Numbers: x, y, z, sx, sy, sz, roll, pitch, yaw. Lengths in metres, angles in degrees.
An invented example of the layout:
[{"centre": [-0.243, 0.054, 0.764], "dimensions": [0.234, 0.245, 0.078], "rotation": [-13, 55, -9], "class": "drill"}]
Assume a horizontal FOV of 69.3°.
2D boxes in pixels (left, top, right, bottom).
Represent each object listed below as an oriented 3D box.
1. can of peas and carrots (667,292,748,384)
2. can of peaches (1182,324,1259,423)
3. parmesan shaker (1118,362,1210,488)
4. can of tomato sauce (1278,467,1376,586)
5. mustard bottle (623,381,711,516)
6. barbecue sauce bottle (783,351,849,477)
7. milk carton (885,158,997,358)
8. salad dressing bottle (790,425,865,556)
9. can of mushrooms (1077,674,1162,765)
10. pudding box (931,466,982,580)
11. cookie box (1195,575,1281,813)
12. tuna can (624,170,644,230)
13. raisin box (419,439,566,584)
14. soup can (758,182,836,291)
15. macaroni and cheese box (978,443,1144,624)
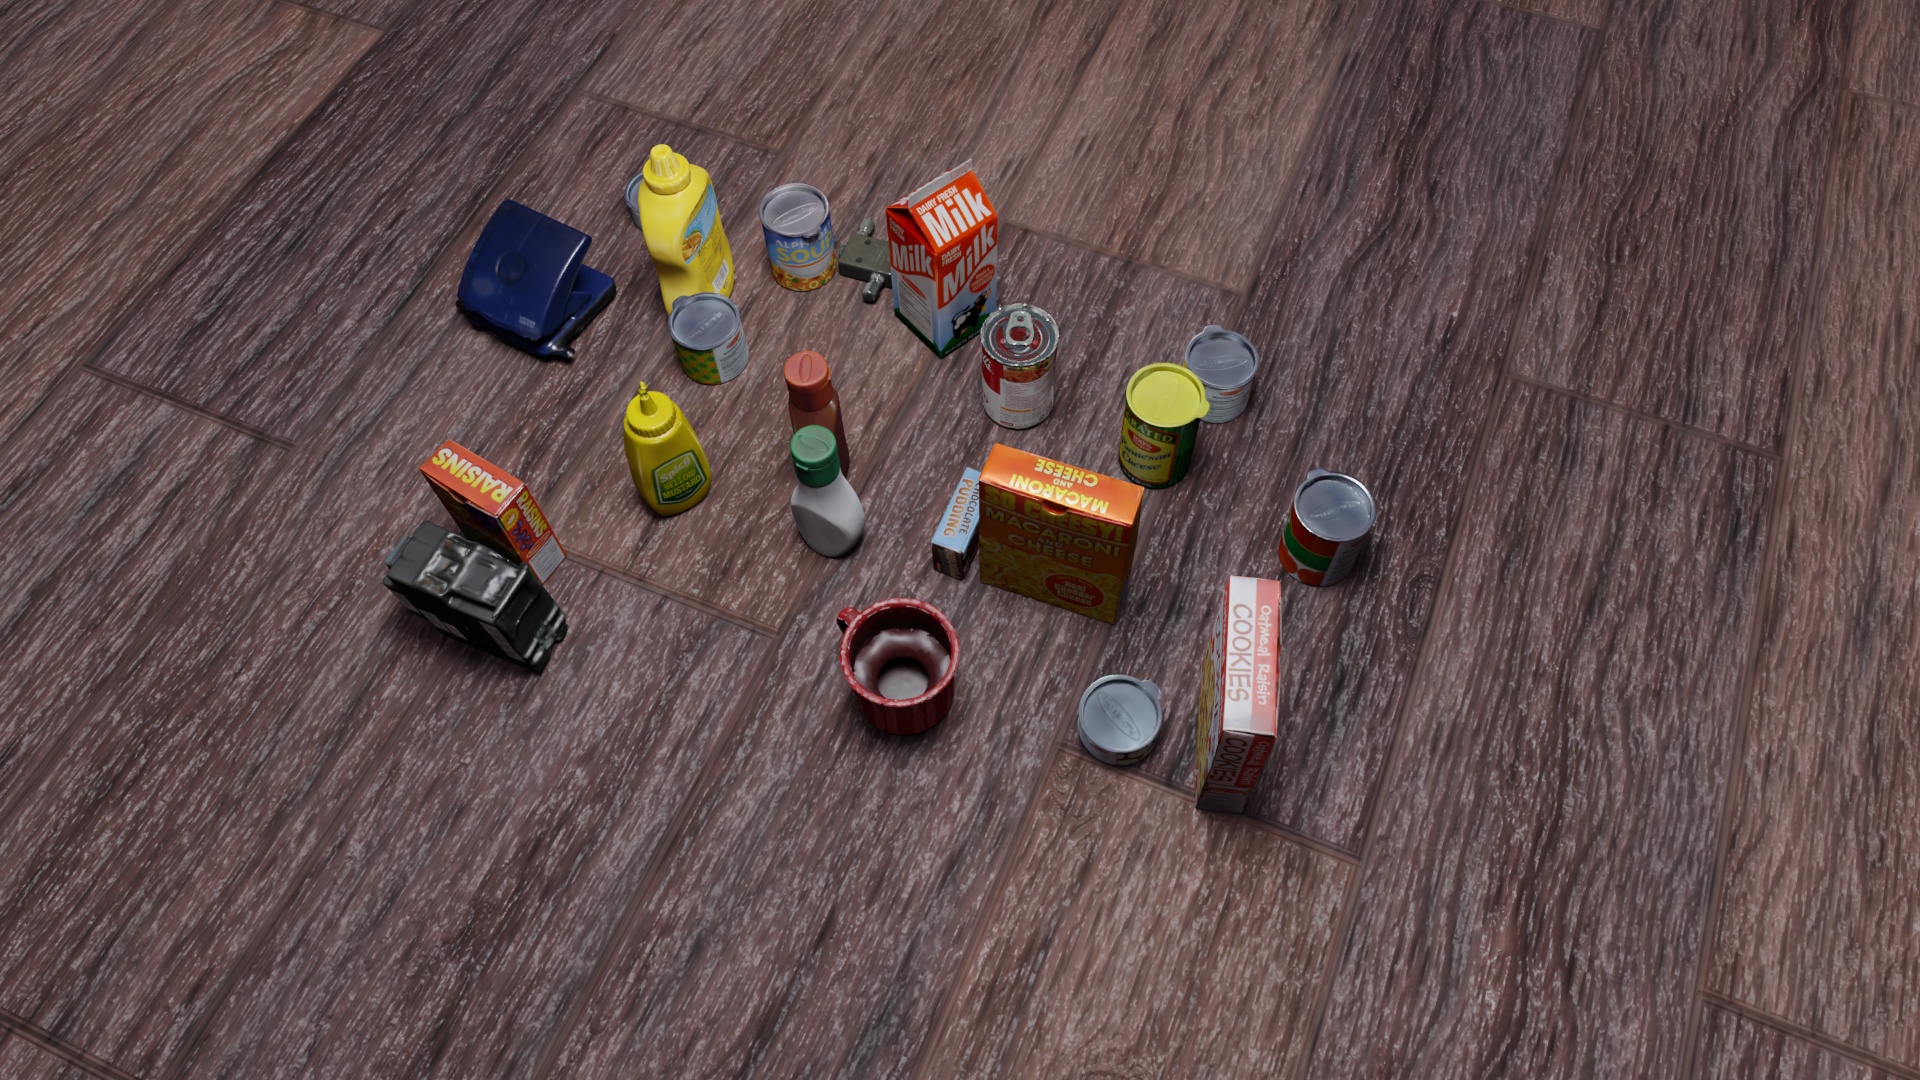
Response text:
[{"centre": [-0.236, -0.189, 1.294], "dimensions": [0.071, 0.058, 0.071], "rotation": [-1, 60, 1], "class": "can of peas and carrots"}, {"centre": [0.233, -0.150, 1.262], "dimensions": [0.071, 0.057, 0.071], "rotation": [-1, 60, 1], "class": "can of peaches"}, {"centre": [0.176, -0.096, 1.206], "dimensions": [0.071, 0.102, 0.071], "rotation": [-1, 60, 1], "class": "parmesan shaker"}, {"centre": [0.304, -0.010, 1.165], "dimensions": [0.071, 0.082, 0.071], "rotation": [-1, 60, 1], "class": "can of tomato sauce"}, {"centre": [-0.254, -0.081, 1.175], "dimensions": [0.065, 0.159, 0.049], "rotation": [-31, 64, -15], "class": "mustard bottle"}, {"centre": [-0.123, -0.104, 1.192], "dimensions": [0.044, 0.147, 0.065], "rotation": [0, 60, 2], "class": "barbecue sauce bottle"}, {"centre": [-0.016, -0.260, 1.254], "dimensions": [0.072, 0.189, 0.073], "rotation": [-36, 66, -17], "class": "milk carton"}, {"centre": [-0.114, -0.040, 1.155], "dimensions": [0.064, 0.147, 0.044], "rotation": [25, 64, 15], "class": "salad dressing bottle"}, {"centre": [0.129, 0.143, 1.110], "dimensions": [0.071, 0.033, 0.071], "rotation": [-1, 60, 1], "class": "can of mushrooms"}, {"centre": [0.004, -0.015, 1.194], "dimensions": [0.030, 0.049, 0.084], "rotation": [19, 62, 12], "class": "pudding box"}, {"centre": [0.208, 0.119, 1.044], "dimensions": [0.040, 0.166, 0.123], "rotation": [6, 61, 5], "class": "cookie box"}, {"centre": [-0.300, -0.343, 1.400], "dimensions": [0.071, 0.032, 0.071], "rotation": [-1, 60, 1], "class": "tuna can"}, {"centre": [-0.390, -0.022, 1.165], "dimensions": [0.086, 0.122, 0.040], "rotation": [29, 65, 17], "class": "raisin box"}, {"centre": [-0.154, -0.288, 1.335], "dimensions": [0.071, 0.083, 0.071], "rotation": [-1, 60, 1], "class": "soup can"}, {"centre": [0.078, -0.002, 1.117], "dimensions": [0.124, 0.165, 0.040], "rotation": [17, 62, 11], "class": "macaroni and cheese box"}]
